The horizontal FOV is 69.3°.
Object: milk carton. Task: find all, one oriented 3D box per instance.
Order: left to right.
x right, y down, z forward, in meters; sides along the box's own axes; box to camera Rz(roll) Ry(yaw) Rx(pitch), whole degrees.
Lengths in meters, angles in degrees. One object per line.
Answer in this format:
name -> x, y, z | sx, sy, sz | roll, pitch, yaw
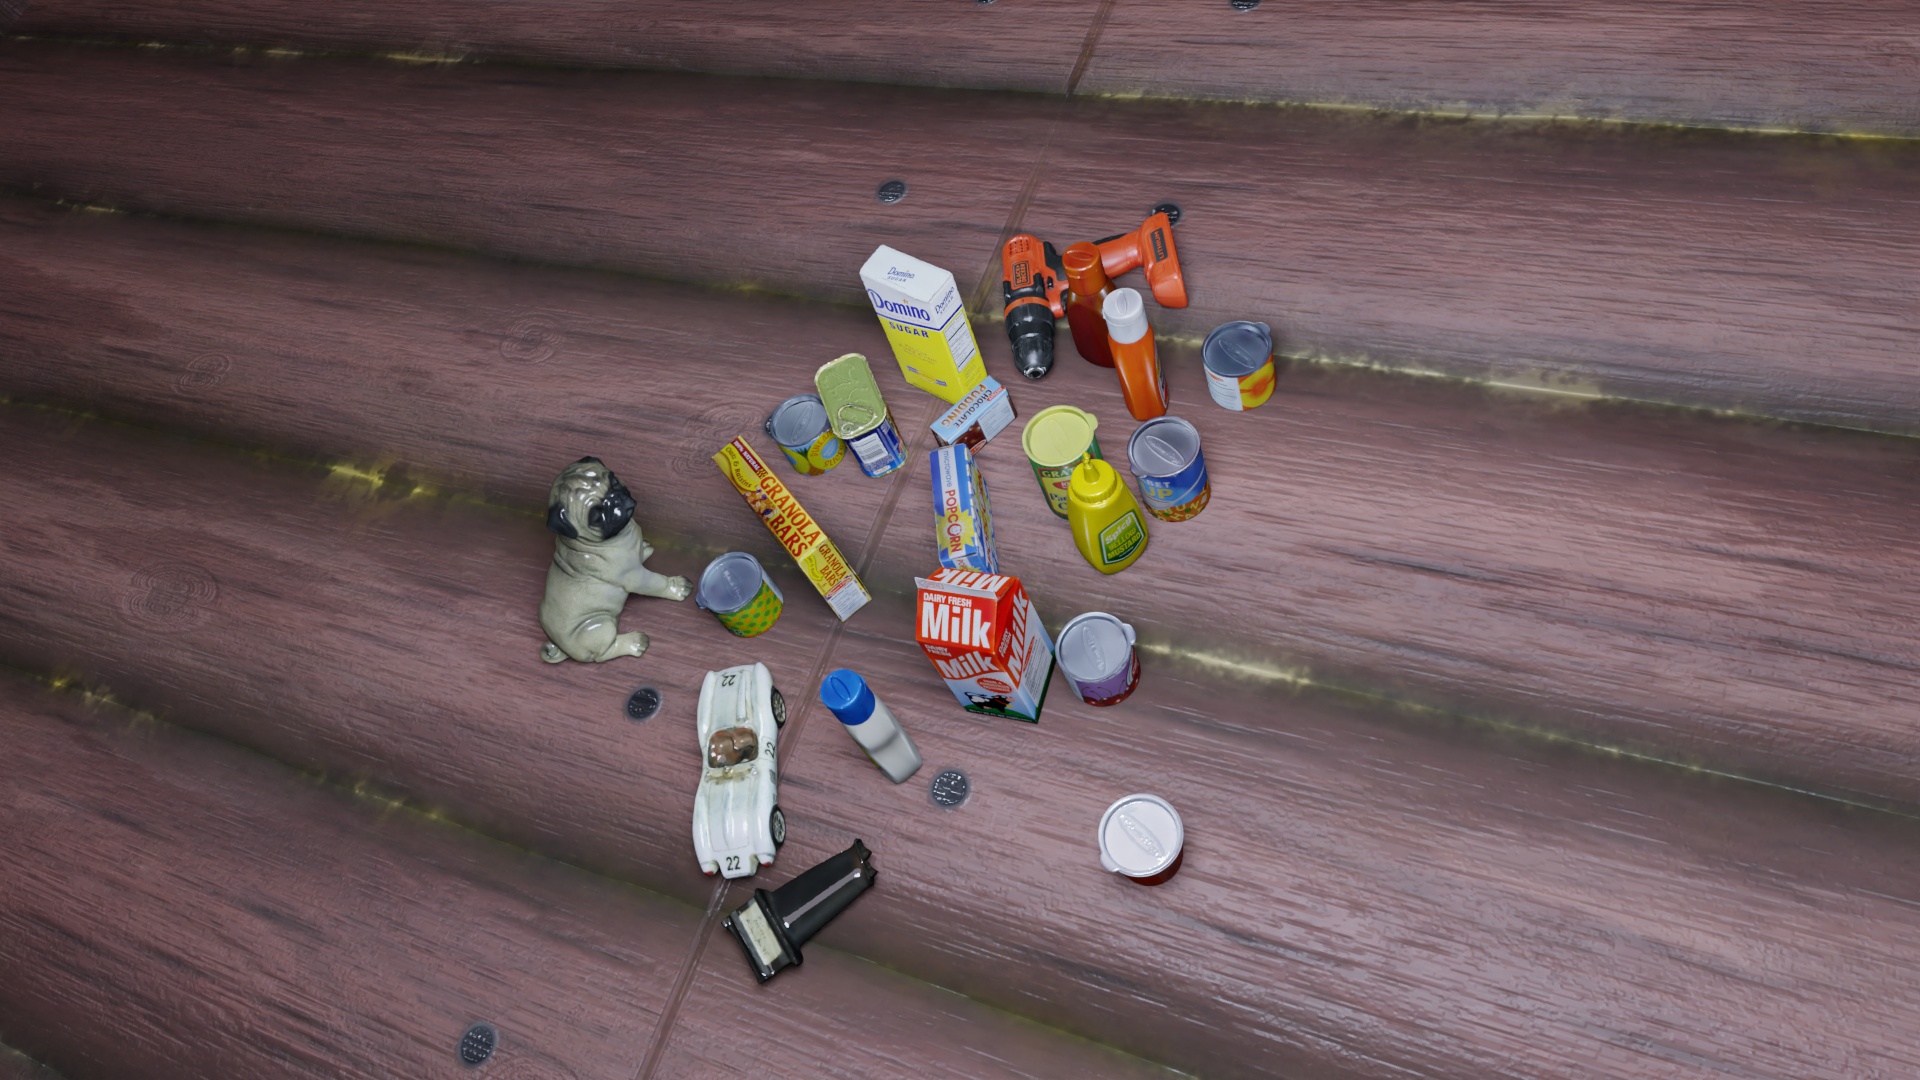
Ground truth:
milk carton -> 0.020, 0.082, 1.180 | 0.072, 0.189, 0.074 | 8, 63, 22

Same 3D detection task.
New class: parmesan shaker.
parmesan shaker -> 0.104, -0.071, 1.299 | 0.071, 0.102, 0.071 | -8, 58, 13

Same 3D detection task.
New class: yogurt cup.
yogurt cup -> 0.149, 0.245, 1.122 | 0.072, 0.053, 0.073 | -8, 58, 13

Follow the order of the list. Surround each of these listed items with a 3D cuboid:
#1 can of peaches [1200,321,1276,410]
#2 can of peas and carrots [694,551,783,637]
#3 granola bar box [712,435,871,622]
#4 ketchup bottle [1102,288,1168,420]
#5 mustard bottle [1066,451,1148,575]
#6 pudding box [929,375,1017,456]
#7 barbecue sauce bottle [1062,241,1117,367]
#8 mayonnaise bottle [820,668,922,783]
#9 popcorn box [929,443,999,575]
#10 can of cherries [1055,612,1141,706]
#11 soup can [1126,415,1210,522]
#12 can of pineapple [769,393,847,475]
can of peaches -> 0.269, -0.168, 1.331 | 0.071, 0.058, 0.071 | -8, 58, 13
can of peas and carrots -> -0.215, 0.055, 1.352 | 0.071, 0.058, 0.071 | -8, 58, 13
granola bar box -> -0.161, -0.012, 1.335 | 0.039, 0.123, 0.166 | -39, 56, -7
ketchup bottle -> 0.165, -0.178, 1.316 | 0.043, 0.148, 0.065 | -11, 57, 12
mustard bottle -> 0.125, -0.029, 1.232 | 0.065, 0.159, 0.049 | -37, 56, -5
pudding box -> 0.014, -0.119, 1.389 | 0.084, 0.049, 0.030 | -42, 57, -9
barbecue sauce bottle -> 0.132, -0.229, 1.358 | 0.065, 0.148, 0.044 | 19, 68, 27
mayonnaise bottle -> -0.079, 0.156, 1.192 | 0.041, 0.147, 0.065 | -38, 56, -6
popcorn box -> 0.005, -0.016, 1.308 | 0.038, 0.085, 0.127 | -13, 57, 11
can of cherries -> 0.123, 0.104, 1.213 | 0.071, 0.058, 0.072 | -8, 58, 13
soup can -> 0.191, -0.063, 1.277 | 0.071, 0.083, 0.071 | -8, 58, 13
can of pineapple -> -0.155, -0.108, 1.432 | 0.071, 0.057, 0.071 | -8, 58, 13
